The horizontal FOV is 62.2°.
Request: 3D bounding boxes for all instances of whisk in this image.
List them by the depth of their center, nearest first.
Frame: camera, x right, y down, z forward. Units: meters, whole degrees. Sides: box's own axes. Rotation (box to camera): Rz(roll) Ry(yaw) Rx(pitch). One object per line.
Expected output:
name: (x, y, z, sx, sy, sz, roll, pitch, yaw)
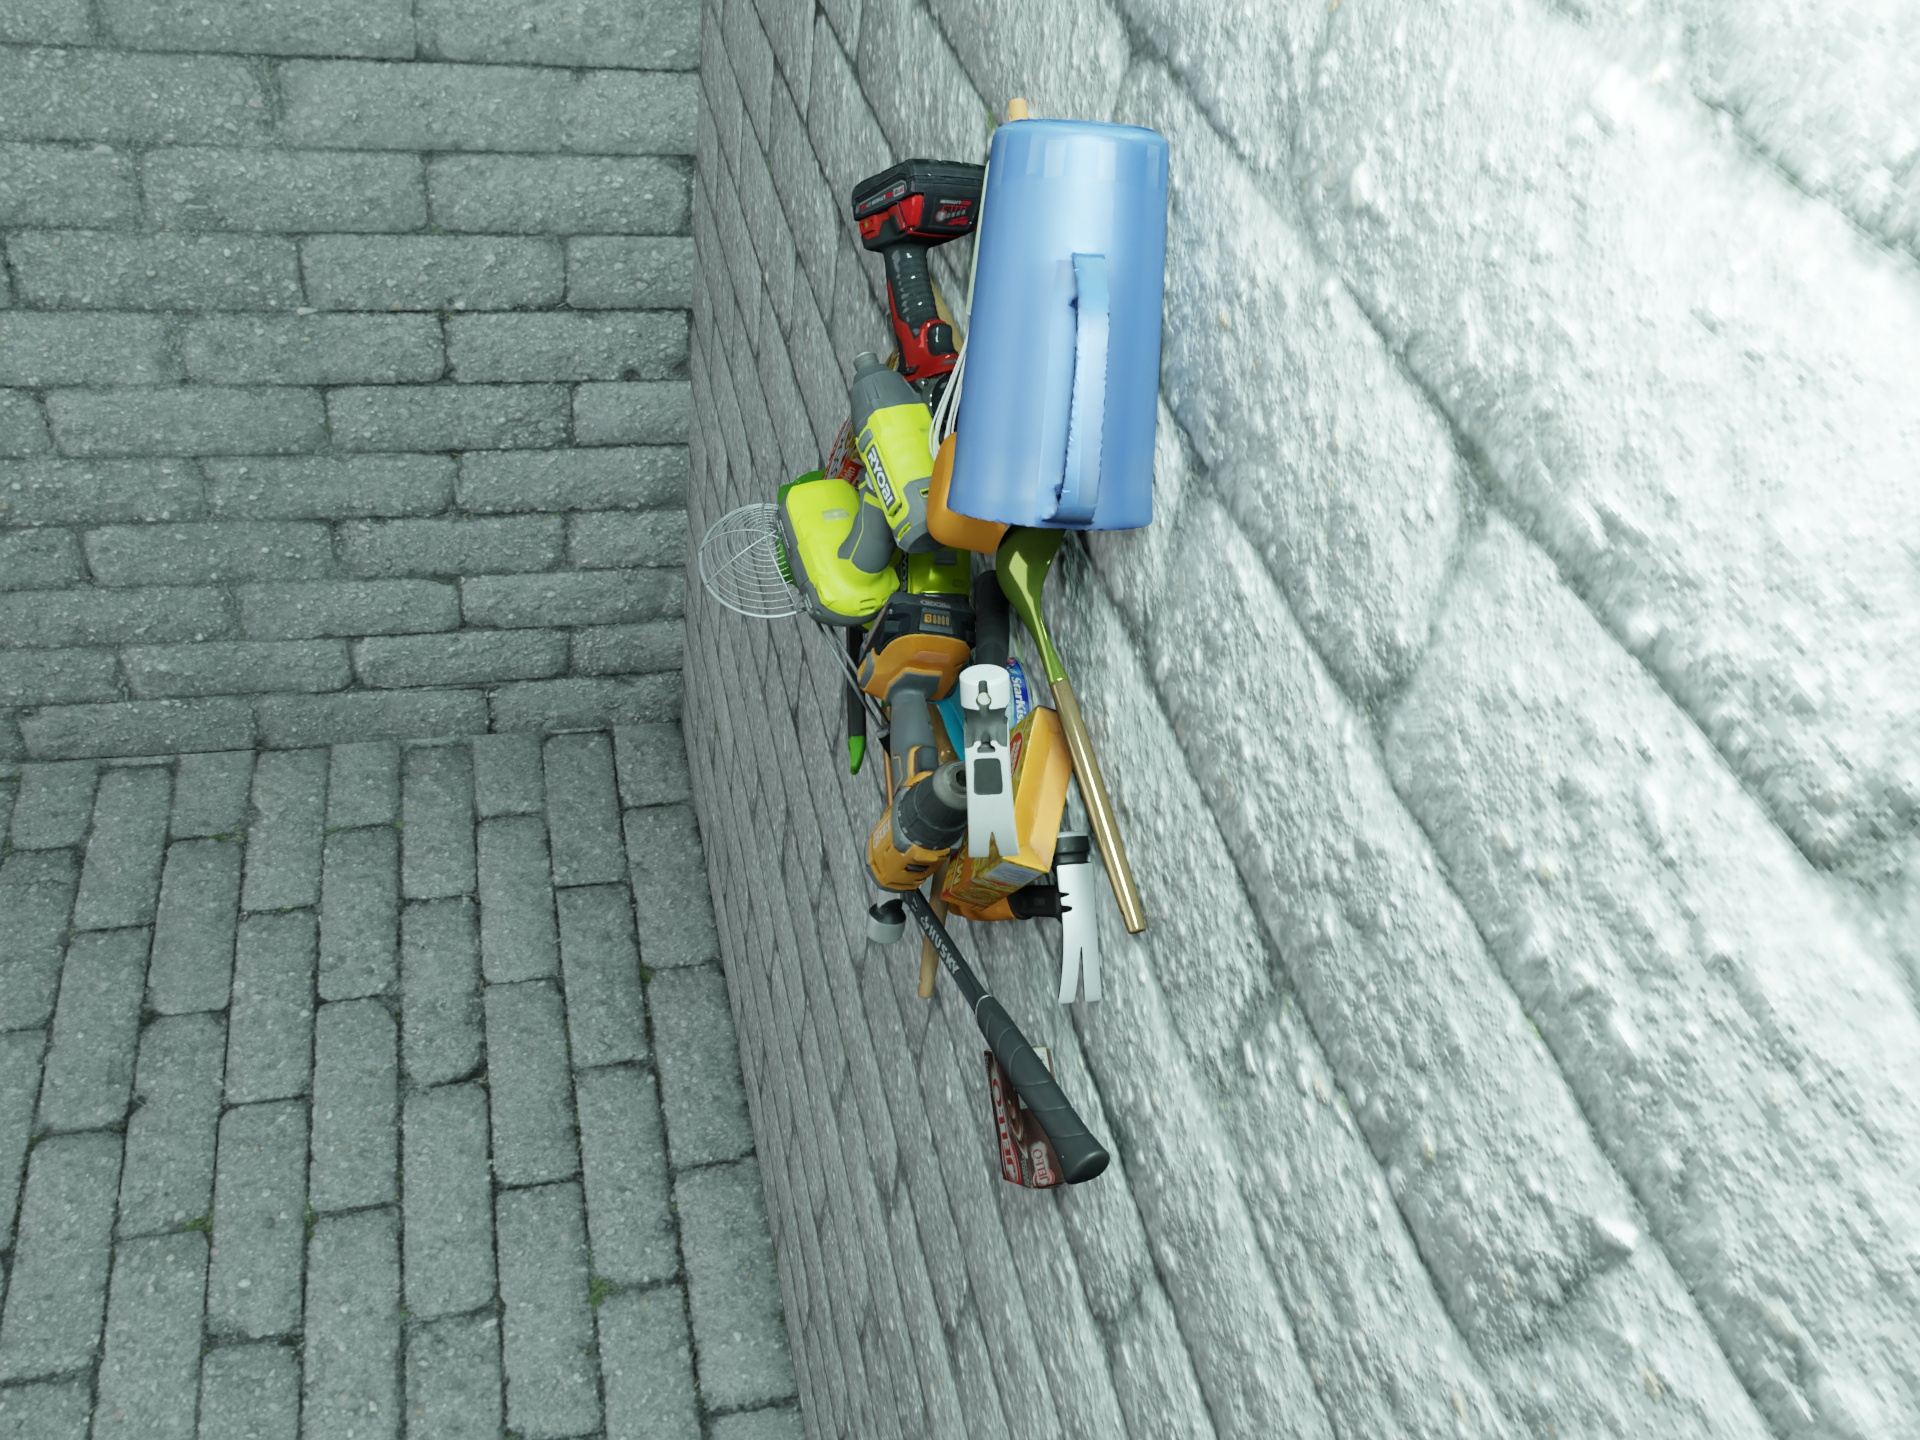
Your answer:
whisk: (0.015, -0.299, 1.202, 0.059, 0.057, 0.246, 25, 115, 39)
whisk: (-0.049, -0.043, 1.595, 0.245, 0.051, 0.047, -118, 28, -42)

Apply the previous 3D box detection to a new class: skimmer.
skimmer: (-0.115, -0.042, 1.512, 0.090, 0.127, 0.363, 2, 127, 57)

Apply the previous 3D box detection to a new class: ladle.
ladle: (0.089, -0.004, 1.137, 0.078, 0.062, 0.320, 123, 134, -65)
ladle: (-0.039, -0.420, 1.499, 0.316, 0.031, 0.069, -112, 21, -43)

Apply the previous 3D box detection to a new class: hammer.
hammer: (0.023, -0.030, 1.183, 0.335, 0.035, 0.146, -86, -6, -64)
hammer: (0.017, 0.222, 1.293, 0.409, 0.036, 0.149, 50, 134, 52)
hammer: (0.044, 0.159, 1.331, 0.337, 0.034, 0.127, 162, 105, -74)

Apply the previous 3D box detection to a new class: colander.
colander: (-0.155, -0.132, 1.763, 0.204, 0.094, 0.397, 105, 164, -71)

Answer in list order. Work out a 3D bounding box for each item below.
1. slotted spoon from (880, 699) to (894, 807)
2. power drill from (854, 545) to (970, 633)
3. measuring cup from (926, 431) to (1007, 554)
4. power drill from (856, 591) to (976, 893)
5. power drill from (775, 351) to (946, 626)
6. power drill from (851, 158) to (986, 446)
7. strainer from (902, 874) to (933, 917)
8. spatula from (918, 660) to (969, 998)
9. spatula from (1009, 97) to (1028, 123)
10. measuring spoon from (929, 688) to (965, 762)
slotted spoon: (-0.078, 0.010, 1.743, 0.070, 0.031, 0.314, -134, 39, -85)
power drill: (-0.046, -0.166, 1.498, 0.228, 0.080, 0.190, -179, 90, -72)
measuring cup: (0.015, -0.202, 1.149, 0.095, 0.052, 0.173, -95, 16, -52)
power drill: (-0.029, 0.009, 1.294, 0.185, 0.084, 0.226, 128, 145, -59)
power drill: (-0.080, -0.190, 1.351, 0.223, 0.080, 0.171, -45, 63, 58)
power drill: (-0.015, -0.341, 1.316, 0.188, 0.080, 0.226, 6, 101, 57)
strainer: (-0.041, 0.084, 1.609, 0.087, 0.050, 0.258, 172, 100, -68)
spatula: (-0.019, 0.094, 1.452, 0.082, 0.044, 0.317, -2, 78, 62)
spatula: (0.047, -0.310, 1.193, 0.081, 0.041, 0.323, 158, 109, -75)
measuring spoon: (-0.002, -0.004, 1.394, 0.042, 0.021, 0.129, -58, 37, 32)
